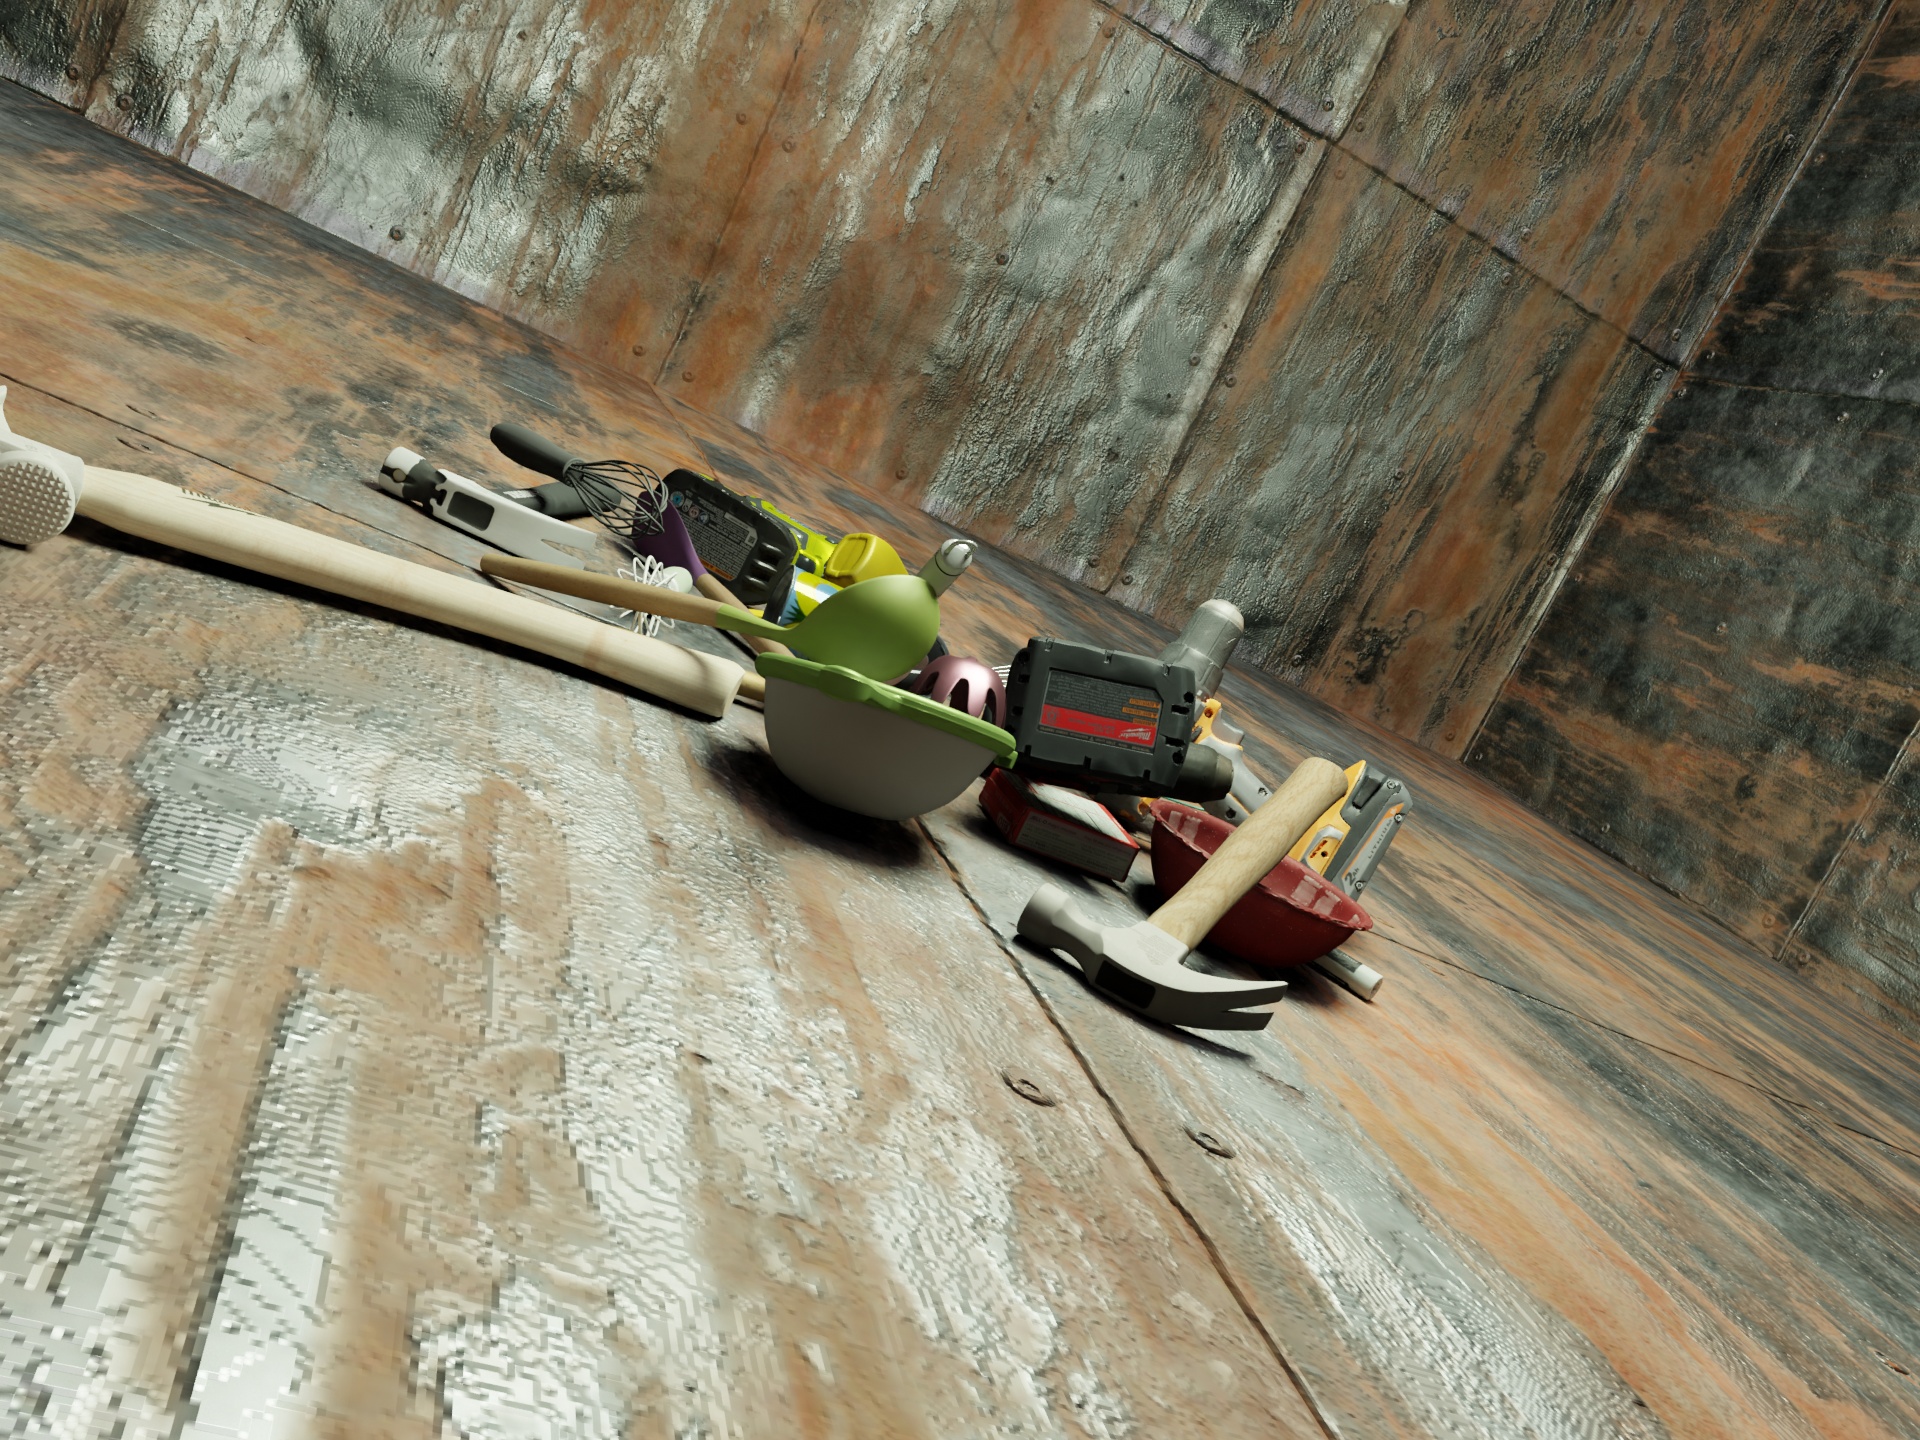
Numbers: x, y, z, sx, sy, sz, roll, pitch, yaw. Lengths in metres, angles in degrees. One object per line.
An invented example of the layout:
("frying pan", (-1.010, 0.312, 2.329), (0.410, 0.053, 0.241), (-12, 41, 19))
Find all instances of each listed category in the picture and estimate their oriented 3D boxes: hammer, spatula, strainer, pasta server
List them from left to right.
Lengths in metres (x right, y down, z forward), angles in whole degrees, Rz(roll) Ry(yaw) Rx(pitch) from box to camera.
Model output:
("hammer", (-0.294, -0.074, 0.838), (0.410, 0.038, 0.146), (18, 12, -40))
("hammer", (-0.320, -0.169, 1.243), (0.146, 0.035, 0.335), (26, 10, -2))
("spatula", (-0.182, -0.095, 1.202), (0.018, 0.059, 0.316), (-4, 33, -37))
("strainer", (-0.053, 0.014, 0.822), (0.151, 0.069, 0.256), (18, -2, 4))
("strainer", (-0.042, -0.058, 0.971), (0.086, 0.050, 0.258), (16, -22, -16))
("pasta server", (-0.002, -0.003, 1.049), (0.060, 0.040, 0.316), (18, -7, 1))
("hammer", (0.164, 0.086, 0.927), (0.130, 0.031, 0.331), (31, 30, 19))

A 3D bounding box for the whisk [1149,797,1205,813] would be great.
("whisk", (0.124, 0.048, 1.271), (0.244, 0.047, 0.051), (18, 1, -20))

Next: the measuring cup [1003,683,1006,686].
("measuring cup", (0.102, 0.023, 1.341), (0.168, 0.038, 0.083), (31, 11, 12))

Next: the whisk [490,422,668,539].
("whisk", (-0.289, -0.185, 1.181), (0.239, 0.055, 0.055), (28, 9, 41))

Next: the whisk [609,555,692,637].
("whisk", (-0.208, -0.089, 1.102), (0.058, 0.059, 0.246), (5, 8, -5))

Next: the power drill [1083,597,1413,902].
("power drill", (0.227, 0.029, 1.215), (0.226, 0.185, 0.084), (31, -8, 8))

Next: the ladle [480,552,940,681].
("ladle", (-0.158, -0.078, 0.940), (0.320, 0.062, 0.078), (13, -10, 26))

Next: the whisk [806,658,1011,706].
("whisk", (0.009, -0.025, 1.206), (0.284, 0.070, 0.070), (5, 21, -31))

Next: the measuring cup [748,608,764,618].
("measuring cup", (-0.112, -0.065, 1.298), (0.156, 0.029, 0.062), (10, 13, -19))

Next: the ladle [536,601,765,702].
("ladle", (-0.135, -0.022, 1.008), (0.315, 0.031, 0.069), (19, 13, -28))

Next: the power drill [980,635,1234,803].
("power drill", (0.106, 0.014, 1.080), (0.188, 0.080, 0.226), (12, -8, 1))

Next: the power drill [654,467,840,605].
("power drill", (-0.161, -0.144, 1.403), (0.191, 0.080, 0.228), (31, 9, 16))
